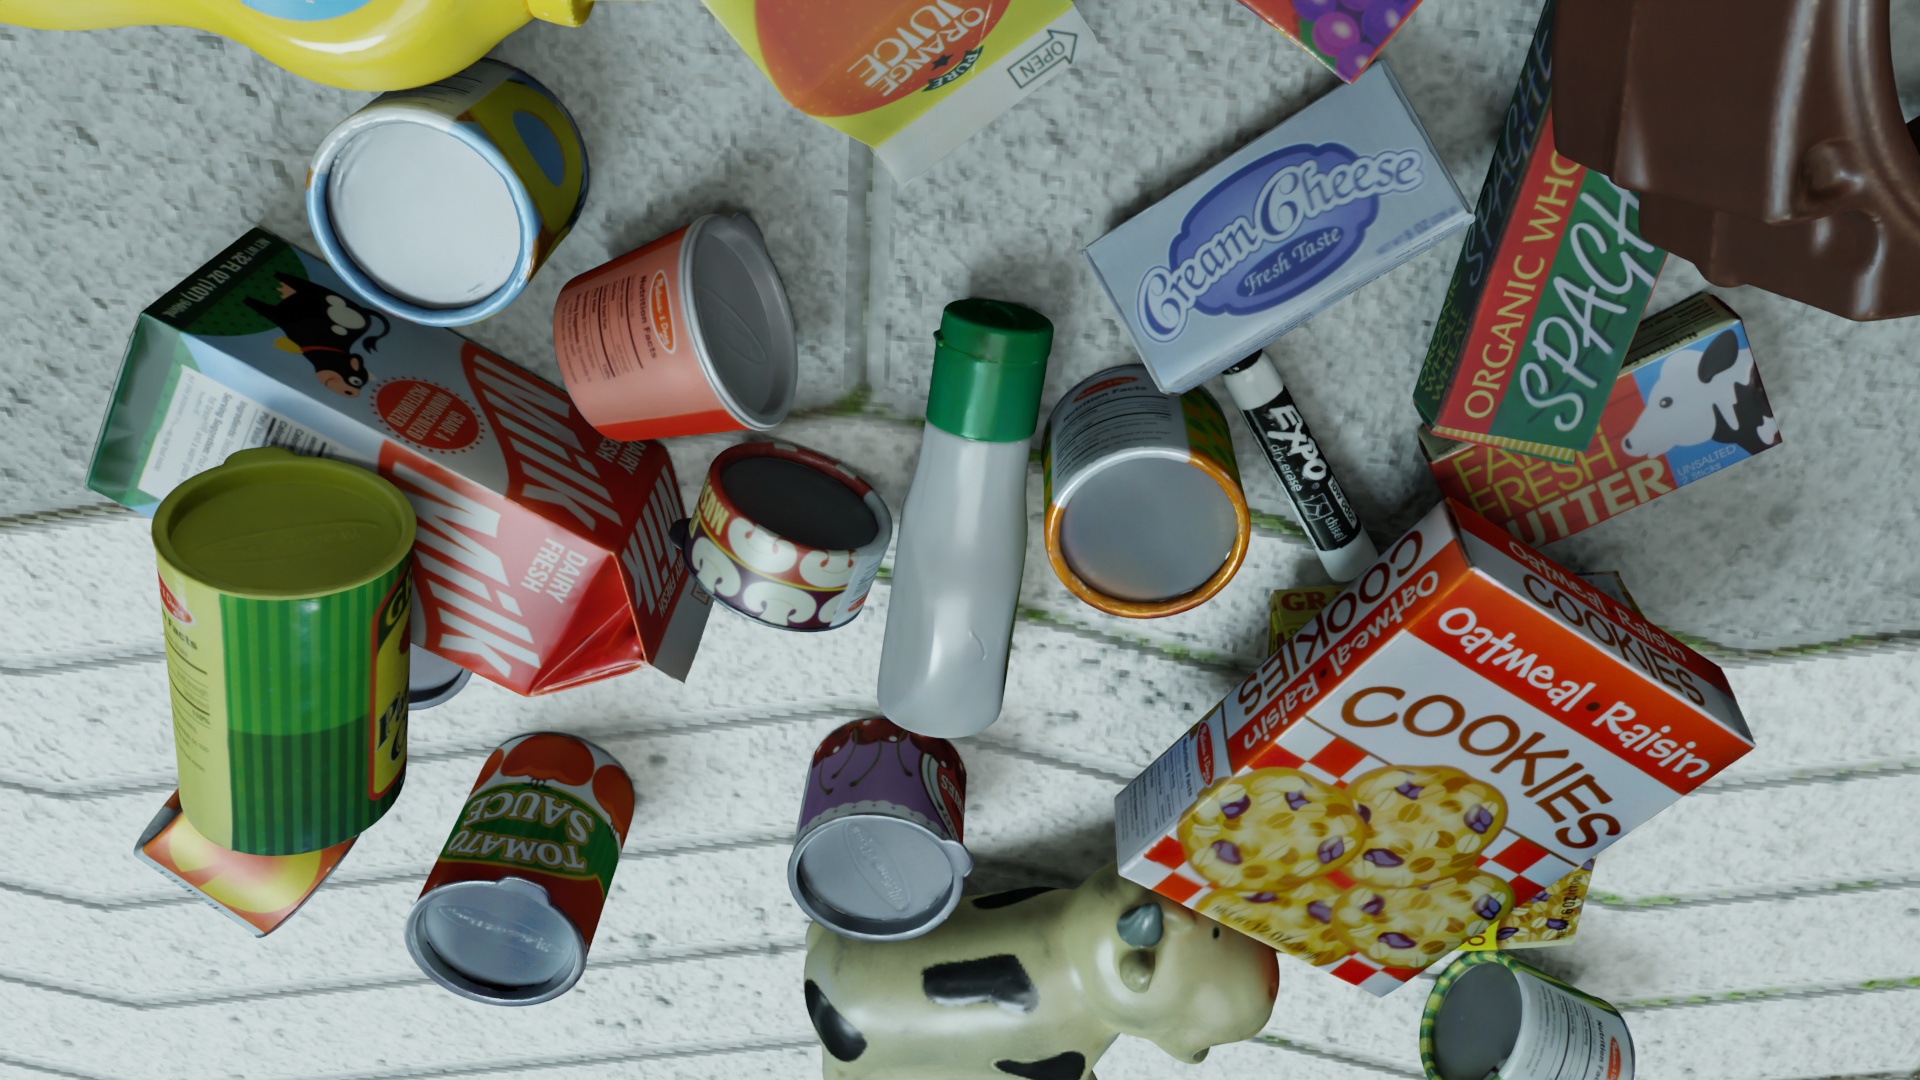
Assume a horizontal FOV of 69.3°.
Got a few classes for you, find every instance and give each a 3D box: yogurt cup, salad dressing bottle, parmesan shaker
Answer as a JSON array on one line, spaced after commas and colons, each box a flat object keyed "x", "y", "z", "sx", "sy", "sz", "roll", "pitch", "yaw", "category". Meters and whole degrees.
[{"x": -0.090, "y": -0.063, "z": 0.436, "sx": 0.054, "sy": 0.073, "sz": 0.072, "roll": -11, "pitch": 121, "yaw": 18, "category": "yogurt cup"}, {"x": 0.002, "y": -0.006, "z": 0.471, "sx": 0.044, "sy": 0.064, "sz": 0.147, "roll": 3, "pitch": 115, "yaw": -13, "category": "salad dressing bottle"}, {"x": -0.200, "y": 0.034, "z": 0.415, "sx": 0.071, "sy": 0.072, "sz": 0.102, "roll": 13, "pitch": 124, "yaw": -6, "category": "parmesan shaker"}]

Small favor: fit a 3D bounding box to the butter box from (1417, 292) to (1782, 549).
[{"x": 0.211, "y": -0.034, "z": 0.464, "sx": 0.103, "sy": 0.024, "sz": 0.053, "roll": -27, "pitch": 116, "yaw": 17, "category": "butter box"}]

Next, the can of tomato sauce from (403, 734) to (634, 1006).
[{"x": -0.168, "y": 0.125, "z": 0.542, "sx": 0.071, "sy": 0.083, "sz": 0.070, "roll": 1, "pitch": 122, "yaw": 2, "category": "can of tomato sauce"}]

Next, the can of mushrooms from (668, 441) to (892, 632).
[{"x": -0.060, "y": -0.003, "z": 0.469, "sx": 0.071, "sy": 0.071, "sz": 0.033, "roll": 20, "pitch": 120, "yaw": -10, "category": "can of mushrooms"}]

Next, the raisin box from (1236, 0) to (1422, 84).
[{"x": 0.082, "y": -0.192, "z": 0.364, "sx": 0.123, "sy": 0.040, "sz": 0.085, "roll": 32, "pitch": 117, "yaw": -15, "category": "raisin box"}]

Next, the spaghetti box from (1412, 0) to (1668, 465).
[{"x": 0.188, "y": -0.142, "z": 0.382, "sx": 0.050, "sy": 0.029, "sz": 0.248, "roll": 10, "pitch": 115, "yaw": -3, "category": "spaghetti box"}]

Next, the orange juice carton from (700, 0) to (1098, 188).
[{"x": -0.049, "y": -0.183, "z": 0.354, "sx": 0.071, "sy": 0.073, "sz": 0.192, "roll": -34, "pitch": 115, "yaw": 21, "category": "orange juice carton"}]

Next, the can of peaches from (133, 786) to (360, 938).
[{"x": -0.277, "y": 0.111, "z": 0.549, "sx": 0.071, "sy": 0.071, "sz": 0.058, "roll": -36, "pitch": 113, "yaw": 22, "category": "can of peaches"}]

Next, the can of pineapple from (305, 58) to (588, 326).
[{"x": -0.150, "y": -0.103, "z": 0.416, "sx": 0.071, "sy": 0.058, "sz": 0.070, "roll": 1, "pitch": 122, "yaw": 1, "category": "can of pineapple"}]

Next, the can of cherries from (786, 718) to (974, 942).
[{"x": -0.028, "y": 0.112, "z": 0.544, "sx": 0.071, "sy": 0.059, "sz": 0.071, "roll": 1, "pitch": 121, "yaw": 2, "category": "can of cherries"}]

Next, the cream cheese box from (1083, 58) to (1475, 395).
[{"x": 0.095, "y": -0.092, "z": 0.419, "sx": 0.103, "sy": 0.024, "sz": 0.053, "roll": -30, "pitch": 79, "yaw": 19, "category": "cream cheese box"}]

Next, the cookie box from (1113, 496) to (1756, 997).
[{"x": 0.151, "y": 0.077, "z": 0.467, "sx": 0.123, "sy": 0.040, "sz": 0.166, "roll": 29, "pitch": 123, "yaw": -18, "category": "cookie box"}]

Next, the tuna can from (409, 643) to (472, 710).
[{"x": -0.209, "y": 0.026, "z": 0.512, "sx": 0.071, "sy": 0.033, "sz": 0.070, "roll": 1, "pitch": 122, "yaw": 2, "category": "tuna can"}]

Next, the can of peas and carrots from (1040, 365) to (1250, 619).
[{"x": 0.061, "y": -0.014, "z": 0.462, "sx": 0.071, "sy": 0.059, "sz": 0.070, "roll": 1, "pitch": 122, "yaw": 2, "category": "can of peas and carrots"}]

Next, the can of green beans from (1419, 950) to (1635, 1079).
[{"x": 0.240, "y": 0.216, "z": 0.593, "sx": 0.058, "sy": 0.071, "sz": 0.071, "roll": 27, "pitch": 119, "yaw": -13, "category": "can of green beans"}]

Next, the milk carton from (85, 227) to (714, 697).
[{"x": -0.169, "y": -0.015, "z": 0.463, "sx": 0.190, "sy": 0.073, "sz": 0.073, "roll": 29, "pitch": 119, "yaw": -14, "category": "milk carton"}]

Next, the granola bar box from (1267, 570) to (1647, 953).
[{"x": 0.178, "y": 0.090, "z": 0.526, "sx": 0.124, "sy": 0.039, "sz": 0.164, "roll": -3, "pitch": 126, "yaw": 4, "category": "granola bar box"}]
